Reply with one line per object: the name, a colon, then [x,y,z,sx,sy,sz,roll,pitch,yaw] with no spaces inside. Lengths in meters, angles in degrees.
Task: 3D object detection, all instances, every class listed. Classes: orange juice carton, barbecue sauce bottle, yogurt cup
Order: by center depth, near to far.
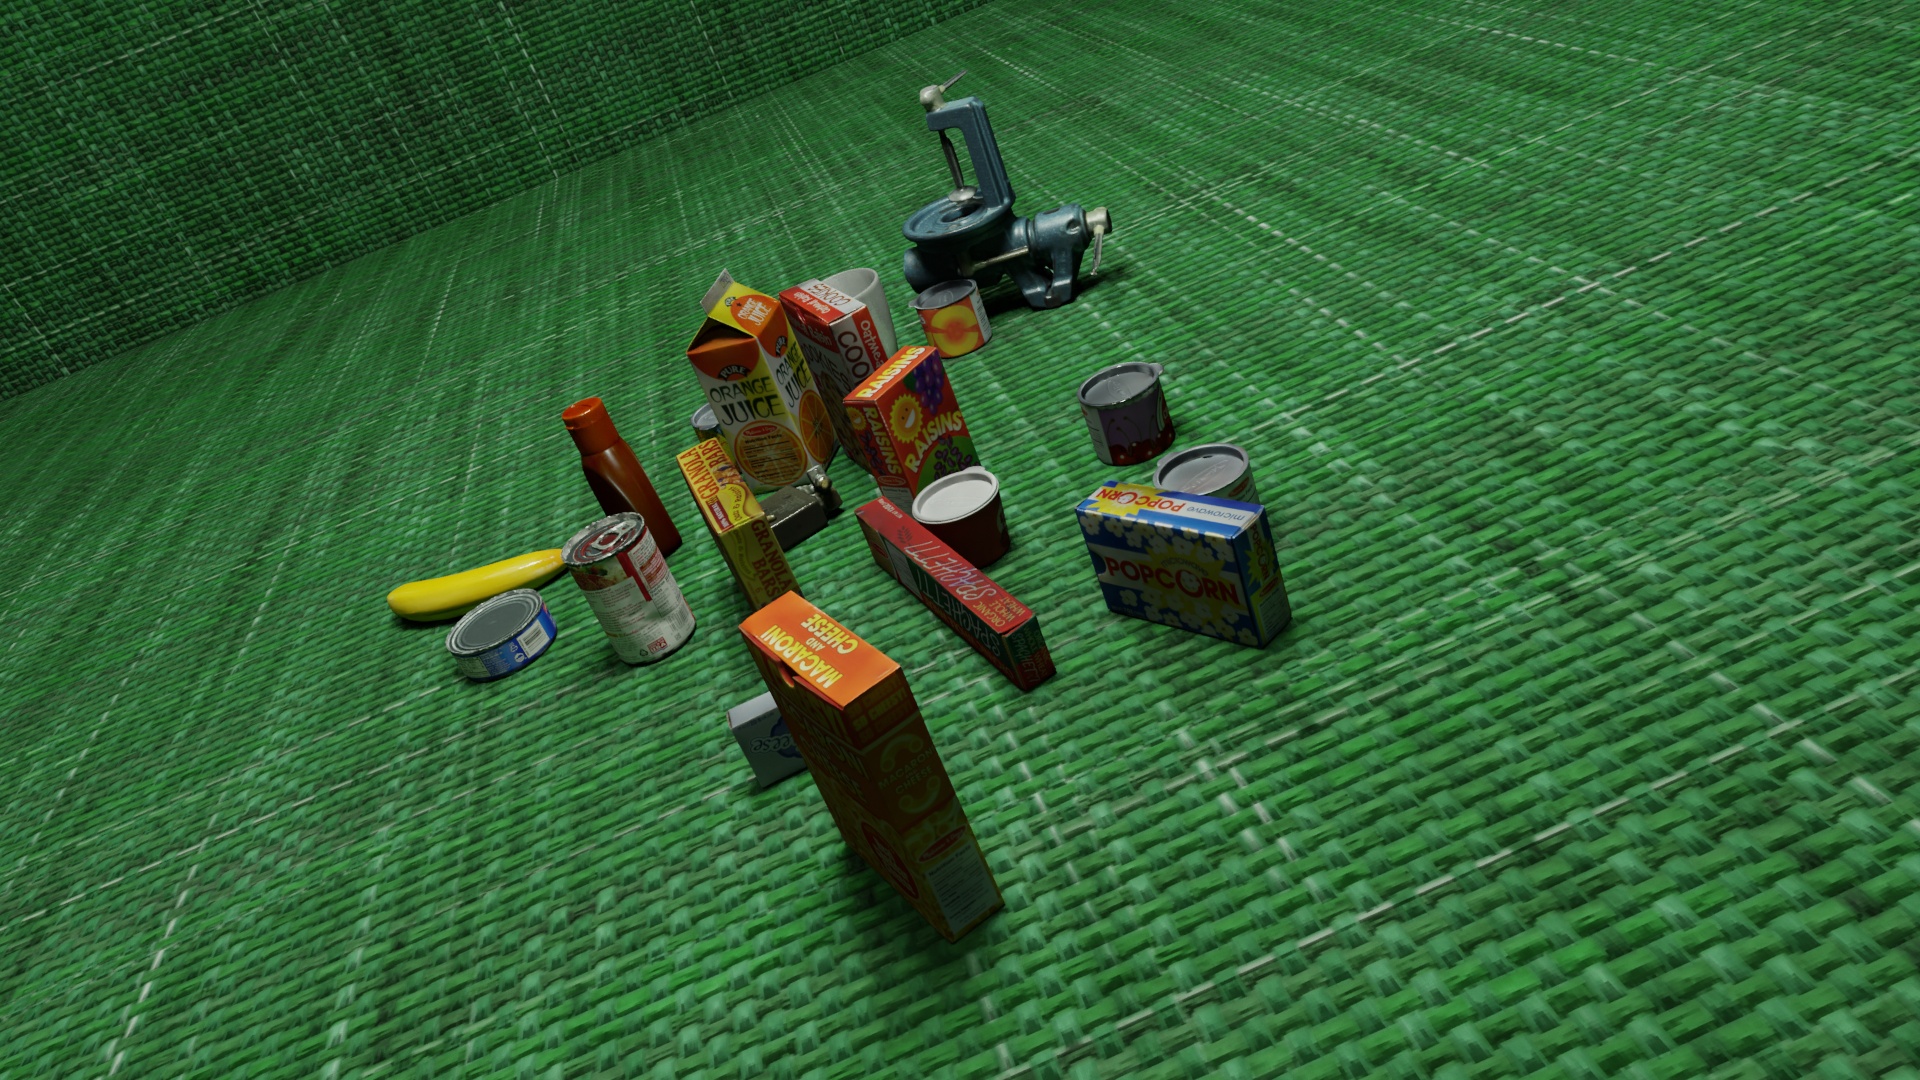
yogurt cup: [0.004,-0.013,1.046,0.072,0.053,0.073,-16,30,10]
barbecue sauce bottle: [-0.298,-0.053,1.212,0.065,0.148,0.044,9,41,43]
orange juice carton: [-0.182,-0.143,1.241,0.073,0.192,0.072,-10,31,20]

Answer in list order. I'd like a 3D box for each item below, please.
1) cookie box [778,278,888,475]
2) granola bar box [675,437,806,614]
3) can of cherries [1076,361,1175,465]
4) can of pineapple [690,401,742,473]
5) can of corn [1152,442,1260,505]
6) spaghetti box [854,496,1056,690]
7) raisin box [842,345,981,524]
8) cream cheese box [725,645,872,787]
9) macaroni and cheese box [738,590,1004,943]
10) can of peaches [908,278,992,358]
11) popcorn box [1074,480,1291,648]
cookie box: [-0.091,-0.133,1.191,0.040,0.166,0.123,-30,30,-14]
granola bar box: [-0.160,0.007,1.048,0.039,0.123,0.166,-27,30,-10]
can of cherries: [0.134,-0.101,1.102,0.071,0.058,0.072,-16,30,10]
can of pineapple: [-0.219,-0.102,1.334,0.071,0.057,0.071,-16,30,10]
can of corn: [0.170,-0.026,0.955,0.071,0.058,0.071,-16,30,10]
spaghetti box: [-0.010,0.032,0.984,0.029,0.050,0.250,-30,30,-15]
raisin box: [-0.036,-0.082,1.115,0.040,0.123,0.086,6,39,40]
cream cheese box: [-0.093,0.114,0.899,0.104,0.053,0.024,-25,29,-6]
macaroni and cheese box: [-0.049,0.120,0.744,0.040,0.165,0.124,-34,31,-20]
can of peaches: [-0.009,-0.223,1.398,0.071,0.057,0.071,-16,30,10]
popcorn box: [0.141,0.013,0.881,0.127,0.085,0.038,13,44,45]
